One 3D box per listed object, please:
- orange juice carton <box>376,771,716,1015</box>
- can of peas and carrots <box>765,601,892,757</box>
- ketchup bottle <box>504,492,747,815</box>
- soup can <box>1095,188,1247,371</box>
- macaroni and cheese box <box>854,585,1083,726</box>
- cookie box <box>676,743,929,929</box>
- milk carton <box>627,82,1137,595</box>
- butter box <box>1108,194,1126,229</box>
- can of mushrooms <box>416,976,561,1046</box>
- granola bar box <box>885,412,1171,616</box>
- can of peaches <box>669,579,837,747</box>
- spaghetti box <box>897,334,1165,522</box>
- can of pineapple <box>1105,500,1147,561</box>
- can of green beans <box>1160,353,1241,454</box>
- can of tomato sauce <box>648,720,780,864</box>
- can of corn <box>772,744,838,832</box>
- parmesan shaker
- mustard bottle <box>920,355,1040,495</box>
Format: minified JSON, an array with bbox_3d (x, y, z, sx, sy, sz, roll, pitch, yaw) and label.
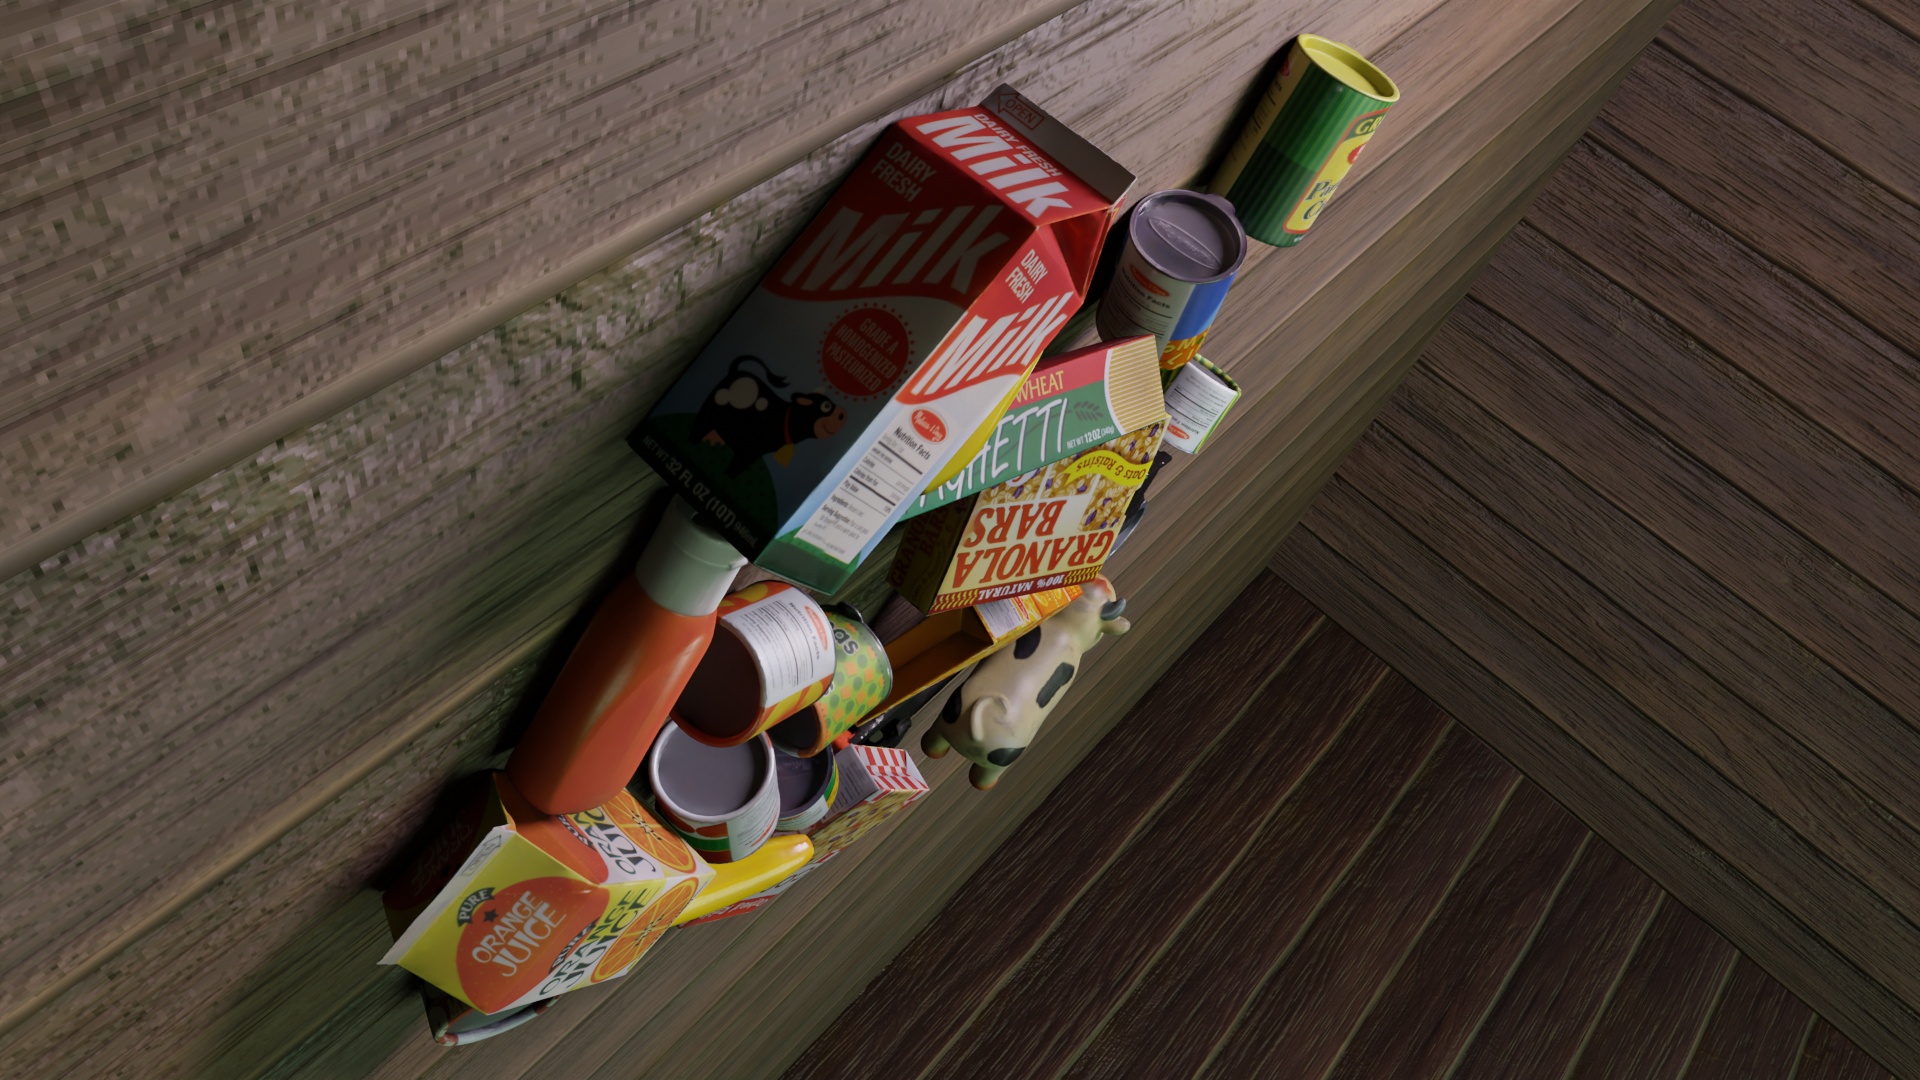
[{"bbox_3d":[-0.189,0.157,0.632,0.072,0.073,0.192,-48,166,-2],"label":"orange juice carton"},{"bbox_3d":[-0.081,0.076,0.767,0.059,0.071,0.070,-36,161,-41],"label":"can of peas and carrots"},{"bbox_3d":[-0.132,0.046,0.573,0.148,0.043,0.065,-56,166,24],"label":"ketchup bottle"},{"bbox_3d":[0.119,-0.147,0.787,0.071,0.071,0.083,-42,165,-27],"label":"soup can"},{"bbox_3d":[0.002,0.067,0.975,0.123,0.040,0.167,-33,174,26],"label":"macaroni and cheese box"},{"bbox_3d":[-0.115,0.204,0.969,0.167,0.040,0.123,-35,164,6],"label":"cookie box"},{"bbox_3d":[-0.022,-0.078,0.508,0.190,0.072,0.073,-49,159,2],"label":"milk carton"},{"bbox_3d":[0.037,-0.129,0.671,0.053,0.024,0.103,-30,156,-52],"label":"butter box"},{"bbox_3d":[-0.237,0.225,0.703,0.071,0.033,0.070,-23,154,-12],"label":"can of mushrooms"},{"bbox_3d":[0.043,-0.026,0.813,0.166,0.039,0.123,-8,128,-49],"label":"granola bar box"},{"bbox_3d":[-0.103,0.058,0.653,0.071,0.071,0.058,-56,165,26],"label":"can of peaches"},{"bbox_3d":[0.023,-0.058,0.694,0.251,0.028,0.050,-23,107,-46],"label":"spaghetti box"},{"bbox_3d":[0.106,-0.022,1.101,0.071,0.058,0.070,-46,166,-15],"label":"can of pineapple"},{"bbox_3d":[0.169,-0.108,1.047,0.057,0.071,0.071,-55,165,20],"label":"can of green beans"},{"bbox_3d":[-0.135,0.133,0.758,0.071,0.071,0.082,-43,165,-23],"label":"can of tomato sauce"},{"bbox_3d":[-0.110,0.141,0.857,0.071,0.071,0.058,-45,166,-16],"label":"can of corn"},{"bbox_3d":[0.197,-0.231,0.807,0.071,0.071,0.102,-33,159,-49],"label":"parmesan shaker"},{"bbox_3d":[0.008,-0.094,0.594,0.161,0.065,0.049,-53,-151,-16],"label":"mustard bottle"}]
